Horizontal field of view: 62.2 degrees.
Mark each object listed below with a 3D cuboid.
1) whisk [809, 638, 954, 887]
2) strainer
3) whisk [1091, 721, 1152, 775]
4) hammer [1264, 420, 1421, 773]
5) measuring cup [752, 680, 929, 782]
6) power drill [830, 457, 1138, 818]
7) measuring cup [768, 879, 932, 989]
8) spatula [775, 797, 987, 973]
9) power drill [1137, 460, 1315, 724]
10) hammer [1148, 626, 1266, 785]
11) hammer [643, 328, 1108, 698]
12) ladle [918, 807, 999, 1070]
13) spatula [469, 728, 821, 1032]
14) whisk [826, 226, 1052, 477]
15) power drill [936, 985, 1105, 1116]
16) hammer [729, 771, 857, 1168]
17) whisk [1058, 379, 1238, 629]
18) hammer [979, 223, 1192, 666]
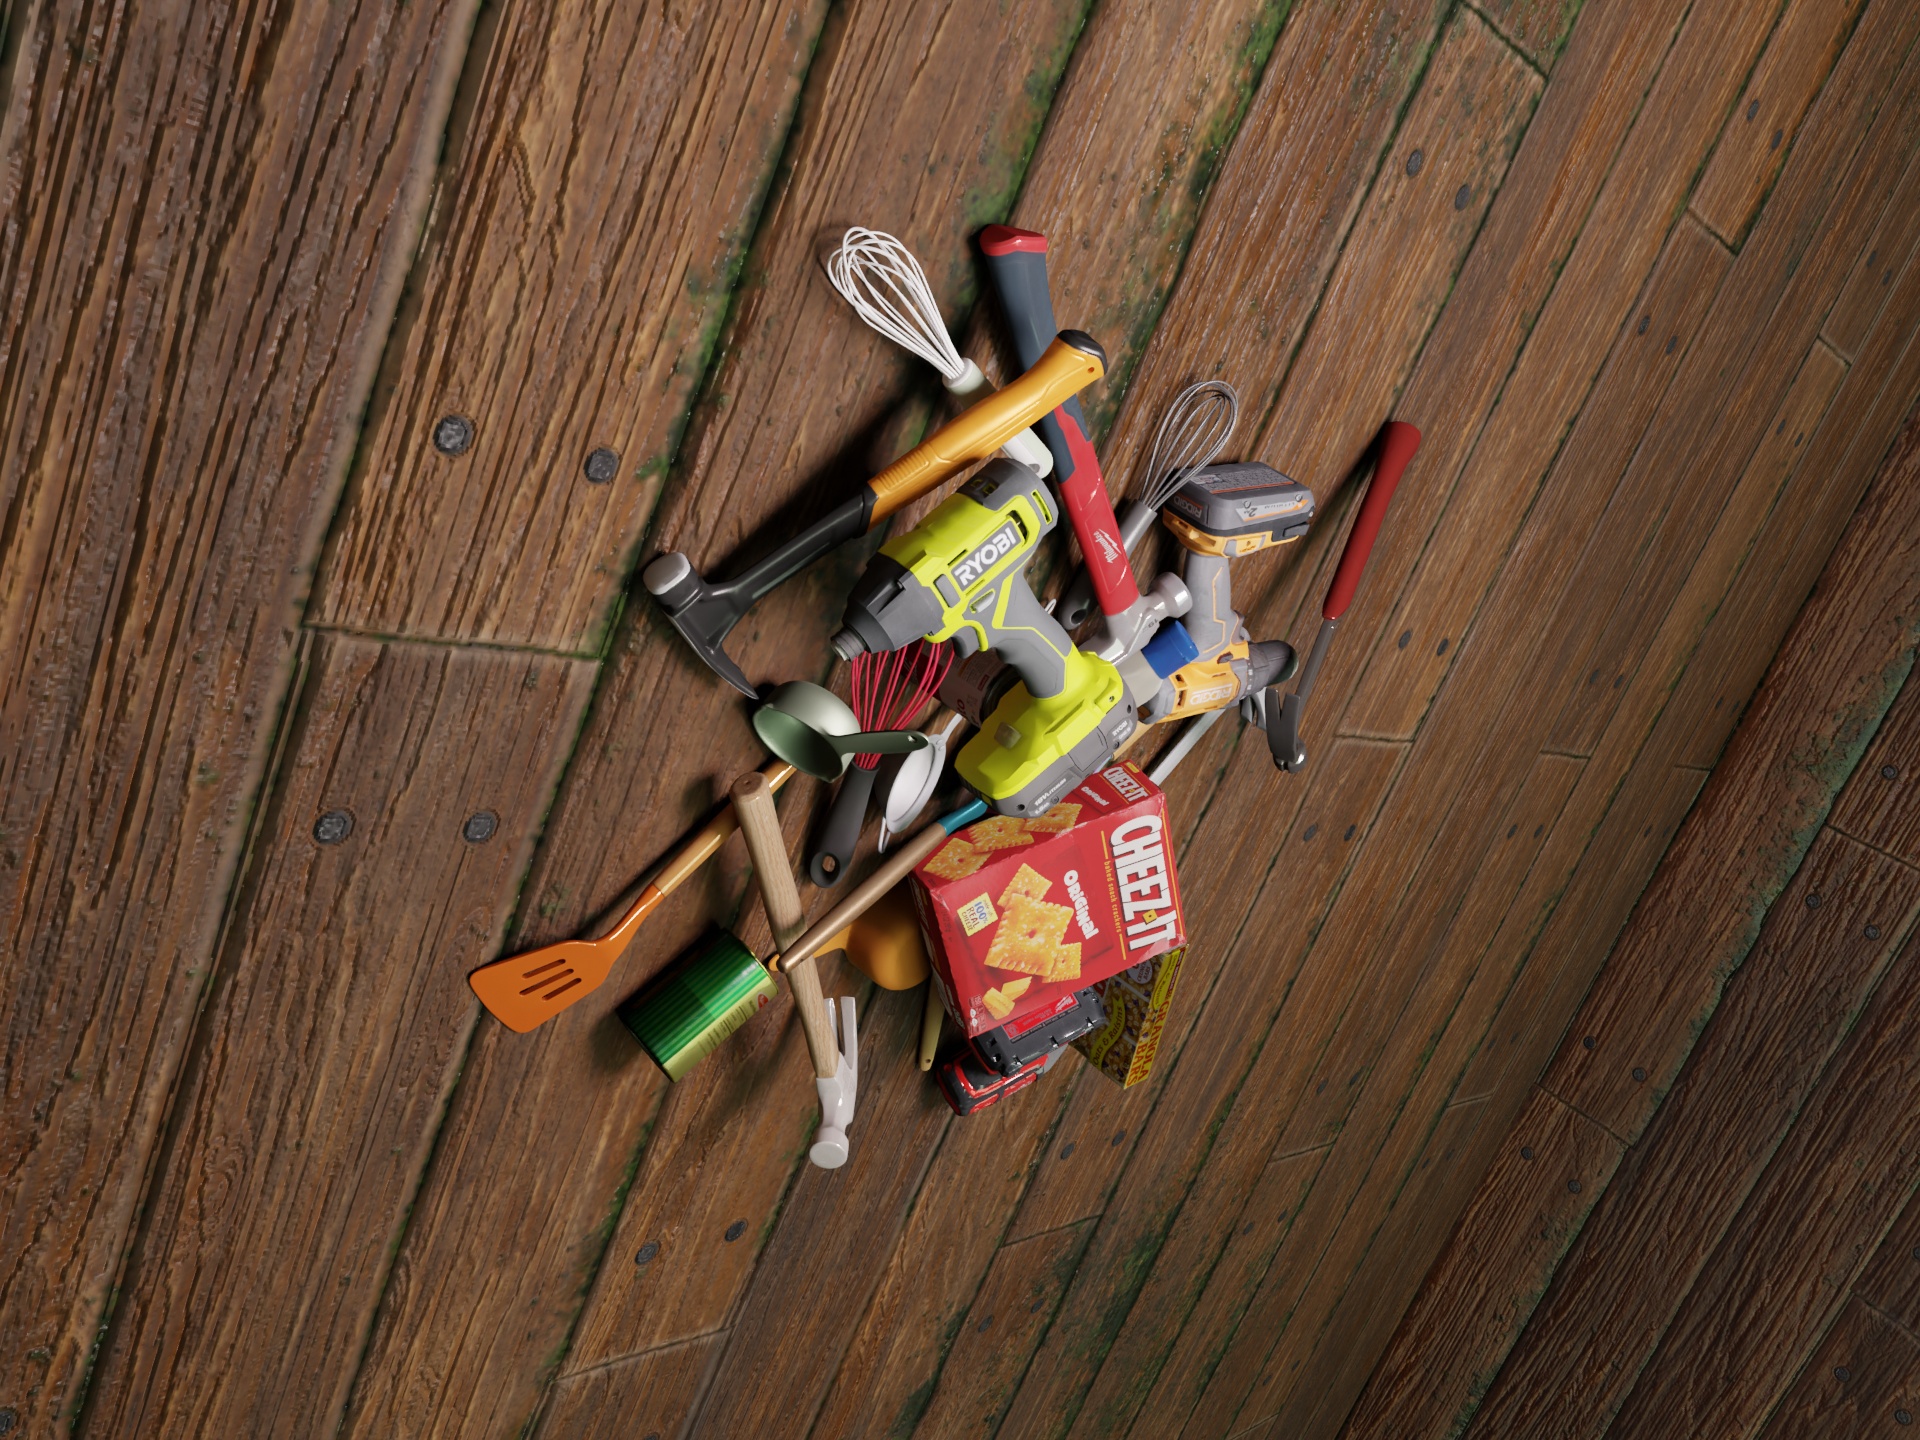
[{"bbox_3d":[-0.066,0.016,1.187,0.073,0.073,0.295,-14,137,-41],"label":"whisk"},{"bbox_3d":[-0.002,-0.004,1.275,0.258,0.050,0.086,-50,157,-17],"label":"strainer"},{"bbox_3d":[0.115,0.041,1.442,0.245,0.051,0.047,-40,161,-26],"label":"whisk"},{"bbox_3d":[0.355,-0.133,1.471,0.359,0.037,0.149,-65,158,-20],"label":"hammer"},{"bbox_3d":[-0.075,0.003,1.104,0.083,0.168,0.038,52,55,-31],"label":"measuring cup"},{"bbox_3d":[0.019,-0.044,1.084,0.171,0.080,0.223,-42,129,-11],"label":"power drill"},{"bbox_3d":[-0.079,0.193,1.325,0.173,0.052,0.095,-13,126,-44],"label":"measuring cup"},{"bbox_3d":[-0.041,0.094,1.233,0.317,0.044,0.082,-39,157,-40],"label":"spatula"},{"bbox_3d":[0.244,-0.110,1.409,0.185,0.084,0.226,-11,125,-31],"label":"power drill"},{"bbox_3d":[0.160,0.095,1.527,0.405,0.035,0.143,-48,142,-10],"label":"hammer"},{"bbox_3d":[-0.042,-0.148,1.061,0.337,0.034,0.127,-35,140,-2],"label":"hammer"},{"bbox_3d":[-0.009,0.198,1.425,0.069,0.031,0.315,2,123,-13],"label":"ladle"},{"bbox_3d":[-0.206,0.101,1.145,0.322,0.041,0.080,-45,141,-20],"label":"spatula"},{"bbox_3d":[-0.006,-0.237,1.061,0.246,0.058,0.059,41,46,-44],"label":"whisk"},{"bbox_3d":[0.057,0.292,1.470,0.143,0.079,0.219,-24,159,-18],"label":"power drill"},{"bbox_3d":[-0.123,0.179,1.206,0.031,0.130,0.331,-6,123,8],"label":"hammer"},{"bbox_3d":[0.150,-0.176,1.308,0.055,0.055,0.239,22,104,-52],"label":"whisk"},{"bbox_3d":[0.072,-0.188,1.191,0.143,0.038,0.385,-35,133,-11],"label":"hammer"}]
